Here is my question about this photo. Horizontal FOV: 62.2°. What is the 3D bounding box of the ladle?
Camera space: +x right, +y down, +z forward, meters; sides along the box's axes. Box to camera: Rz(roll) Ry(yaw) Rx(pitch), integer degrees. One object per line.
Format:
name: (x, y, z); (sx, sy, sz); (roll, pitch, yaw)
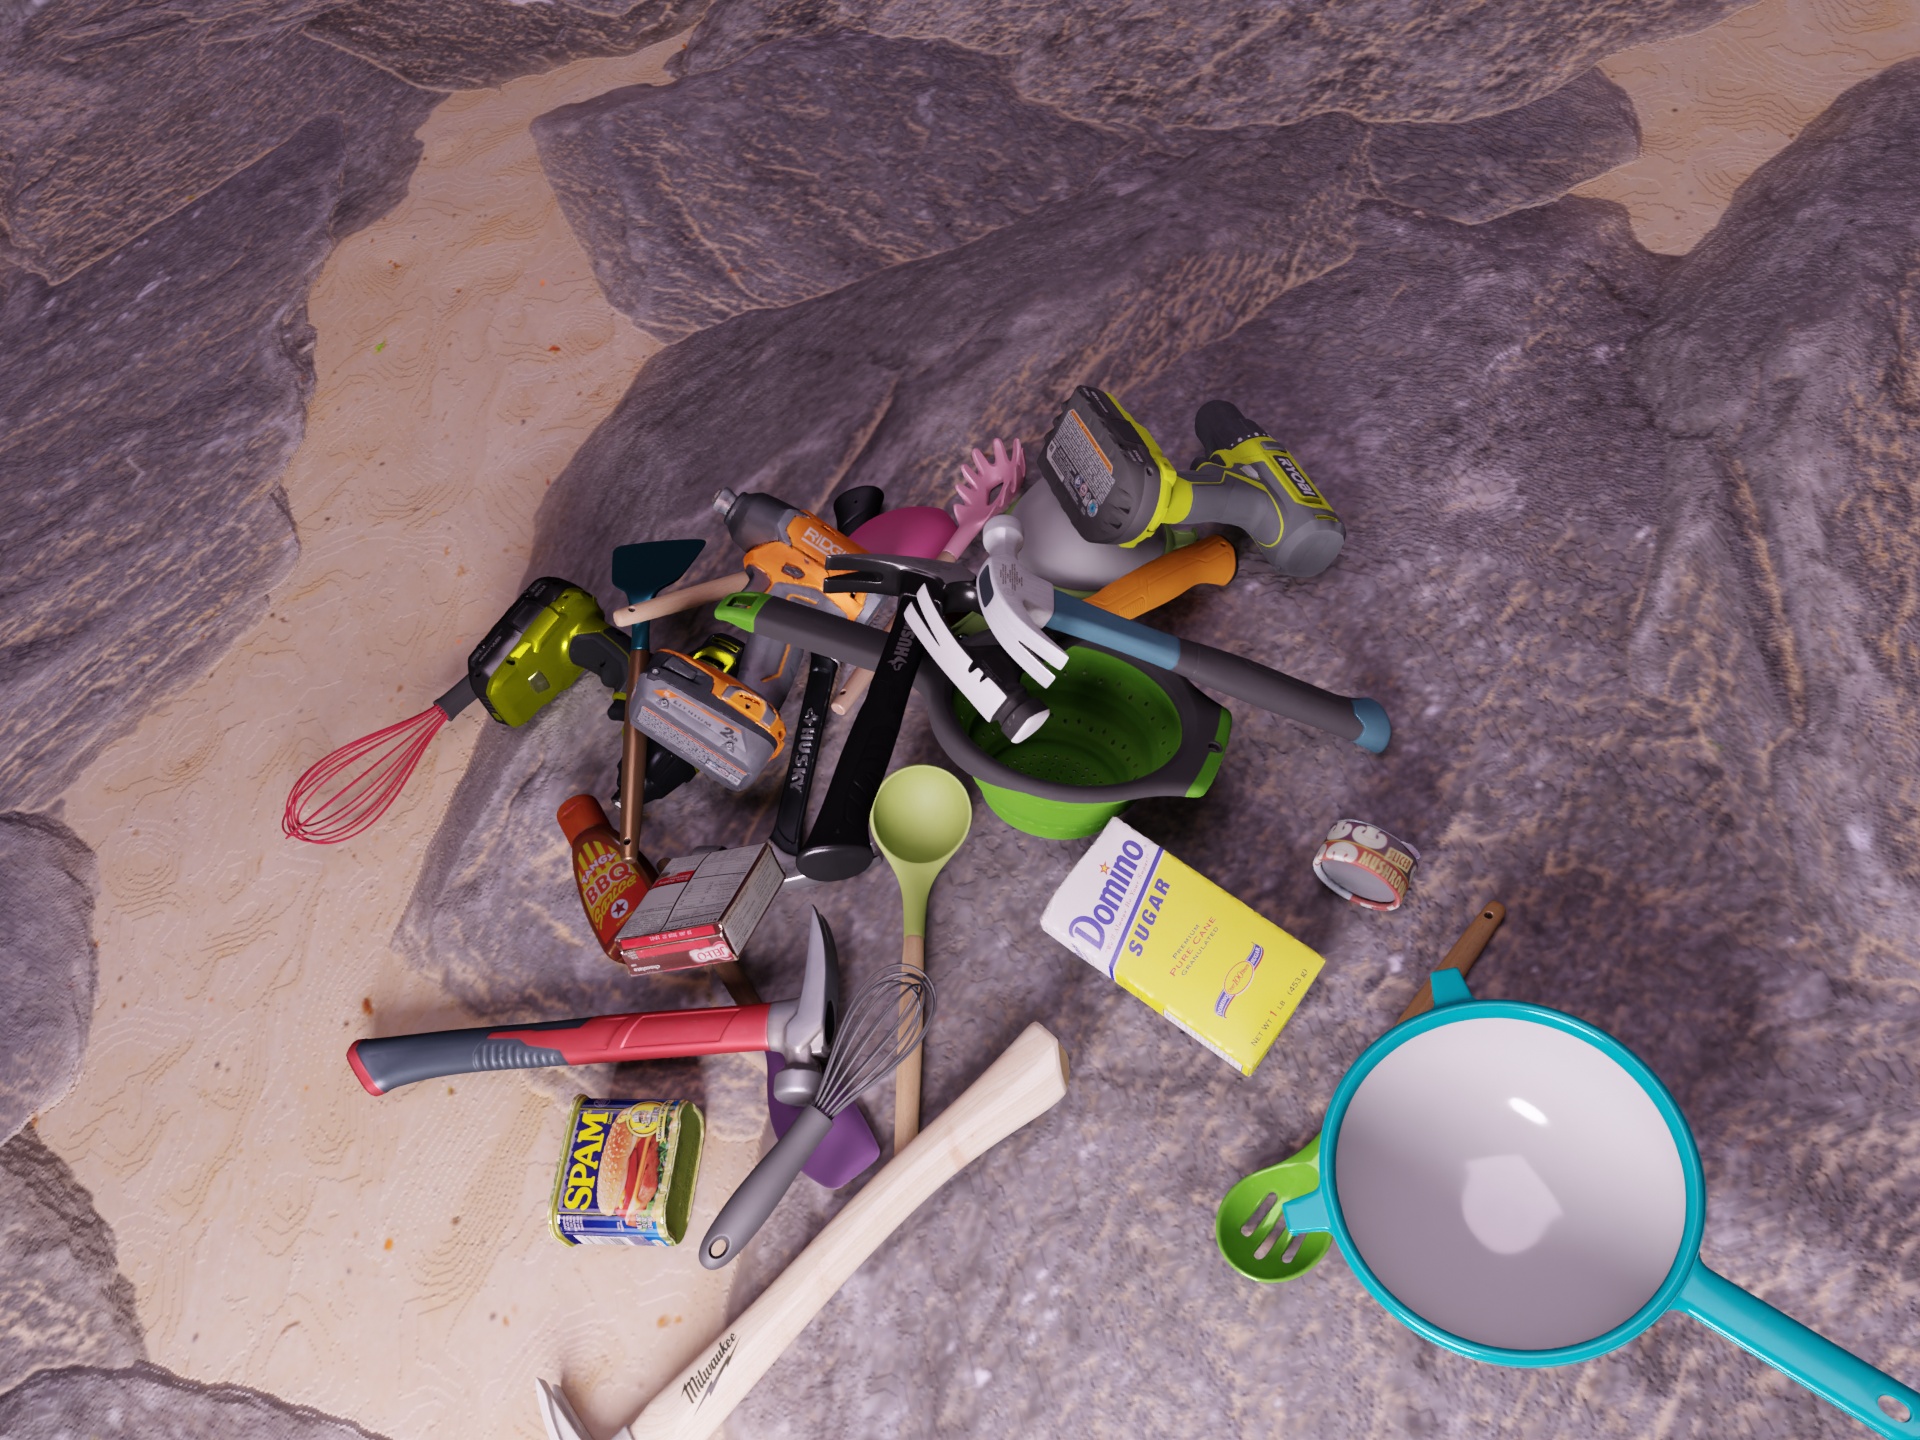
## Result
ladle: (-0.033, 0.177, 1.149); (0.078, 0.062, 0.320); (5, 58, -5)

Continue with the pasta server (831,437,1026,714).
pasta server: (-0.026, -0.126, 1.350); (0.060, 0.040, 0.316); (7, 50, 36)

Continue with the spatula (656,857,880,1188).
spatula: (-0.157, 0.214, 1.180); (0.060, 0.018, 0.316); (-35, 55, -6)

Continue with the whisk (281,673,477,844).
whisk: (-0.468, 0.005, 1.392); (0.073, 0.073, 0.296); (30, 63, 31)

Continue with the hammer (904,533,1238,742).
hammer: (0.105, -0.090, 1.201); (0.127, 0.034, 0.337); (49, 44, 14)

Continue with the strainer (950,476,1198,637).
strainer: (0.070, -0.141, 1.296); (0.152, 0.069, 0.256); (34, 55, 26)

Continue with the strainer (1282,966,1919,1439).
strainer: (0.373, 0.308, 0.918); (0.341, 0.095, 0.211); (29, 70, 28)

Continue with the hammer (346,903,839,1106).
hammer: (-0.277, 0.223, 1.181); (0.386, 0.038, 0.143); (-7, 58, 15)

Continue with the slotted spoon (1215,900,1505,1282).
slotted spoon: (0.271, 0.236, 1.038); (0.070, 0.031, 0.314); (30, 66, 31)

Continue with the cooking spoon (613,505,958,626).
cooking spoon: (-0.141, -0.129, 1.348); (0.319, 0.017, 0.069); (-20, 60, -25)

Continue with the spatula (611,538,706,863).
spatula: (-0.257, -0.027, 1.296); (0.082, 0.044, 0.318); (-4, 62, 4)

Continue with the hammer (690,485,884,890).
hammer: (-0.112, -0.039, 1.334); (0.149, 0.036, 0.409); (0, 56, 14)

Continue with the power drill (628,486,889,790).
power drill: (-0.169, -0.076, 1.270); (0.164, 0.084, 0.226); (34, 64, -6)

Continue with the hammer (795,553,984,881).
hammer: (-0.057, -0.013, 1.098); (0.146, 0.035, 0.335); (12, 40, 4)

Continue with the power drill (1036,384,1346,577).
power drill: (0.182, -0.203, 1.283); (0.228, 0.080, 0.191); (2, 45, -33)

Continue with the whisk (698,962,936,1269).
whisk: (-0.097, 0.263, 1.064); (0.055, 0.055, 0.239); (26, 67, 29)

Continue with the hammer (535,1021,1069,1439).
hammer: (-0.091, 0.347, 1.041); (0.410, 0.038, 0.146); (-43, 54, -11)

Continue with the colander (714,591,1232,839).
colander: (-0.002, -0.004, 1.199); (0.397, 0.094, 0.205); (18, 40, 11)

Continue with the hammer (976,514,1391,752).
hammer: (0.165, -0.045, 1.145); (0.331, 0.033, 0.128); (19, 45, -16)

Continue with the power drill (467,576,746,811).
power drill: (-0.301, -0.024, 1.353); (0.223, 0.080, 0.171); (23, 64, 25)
